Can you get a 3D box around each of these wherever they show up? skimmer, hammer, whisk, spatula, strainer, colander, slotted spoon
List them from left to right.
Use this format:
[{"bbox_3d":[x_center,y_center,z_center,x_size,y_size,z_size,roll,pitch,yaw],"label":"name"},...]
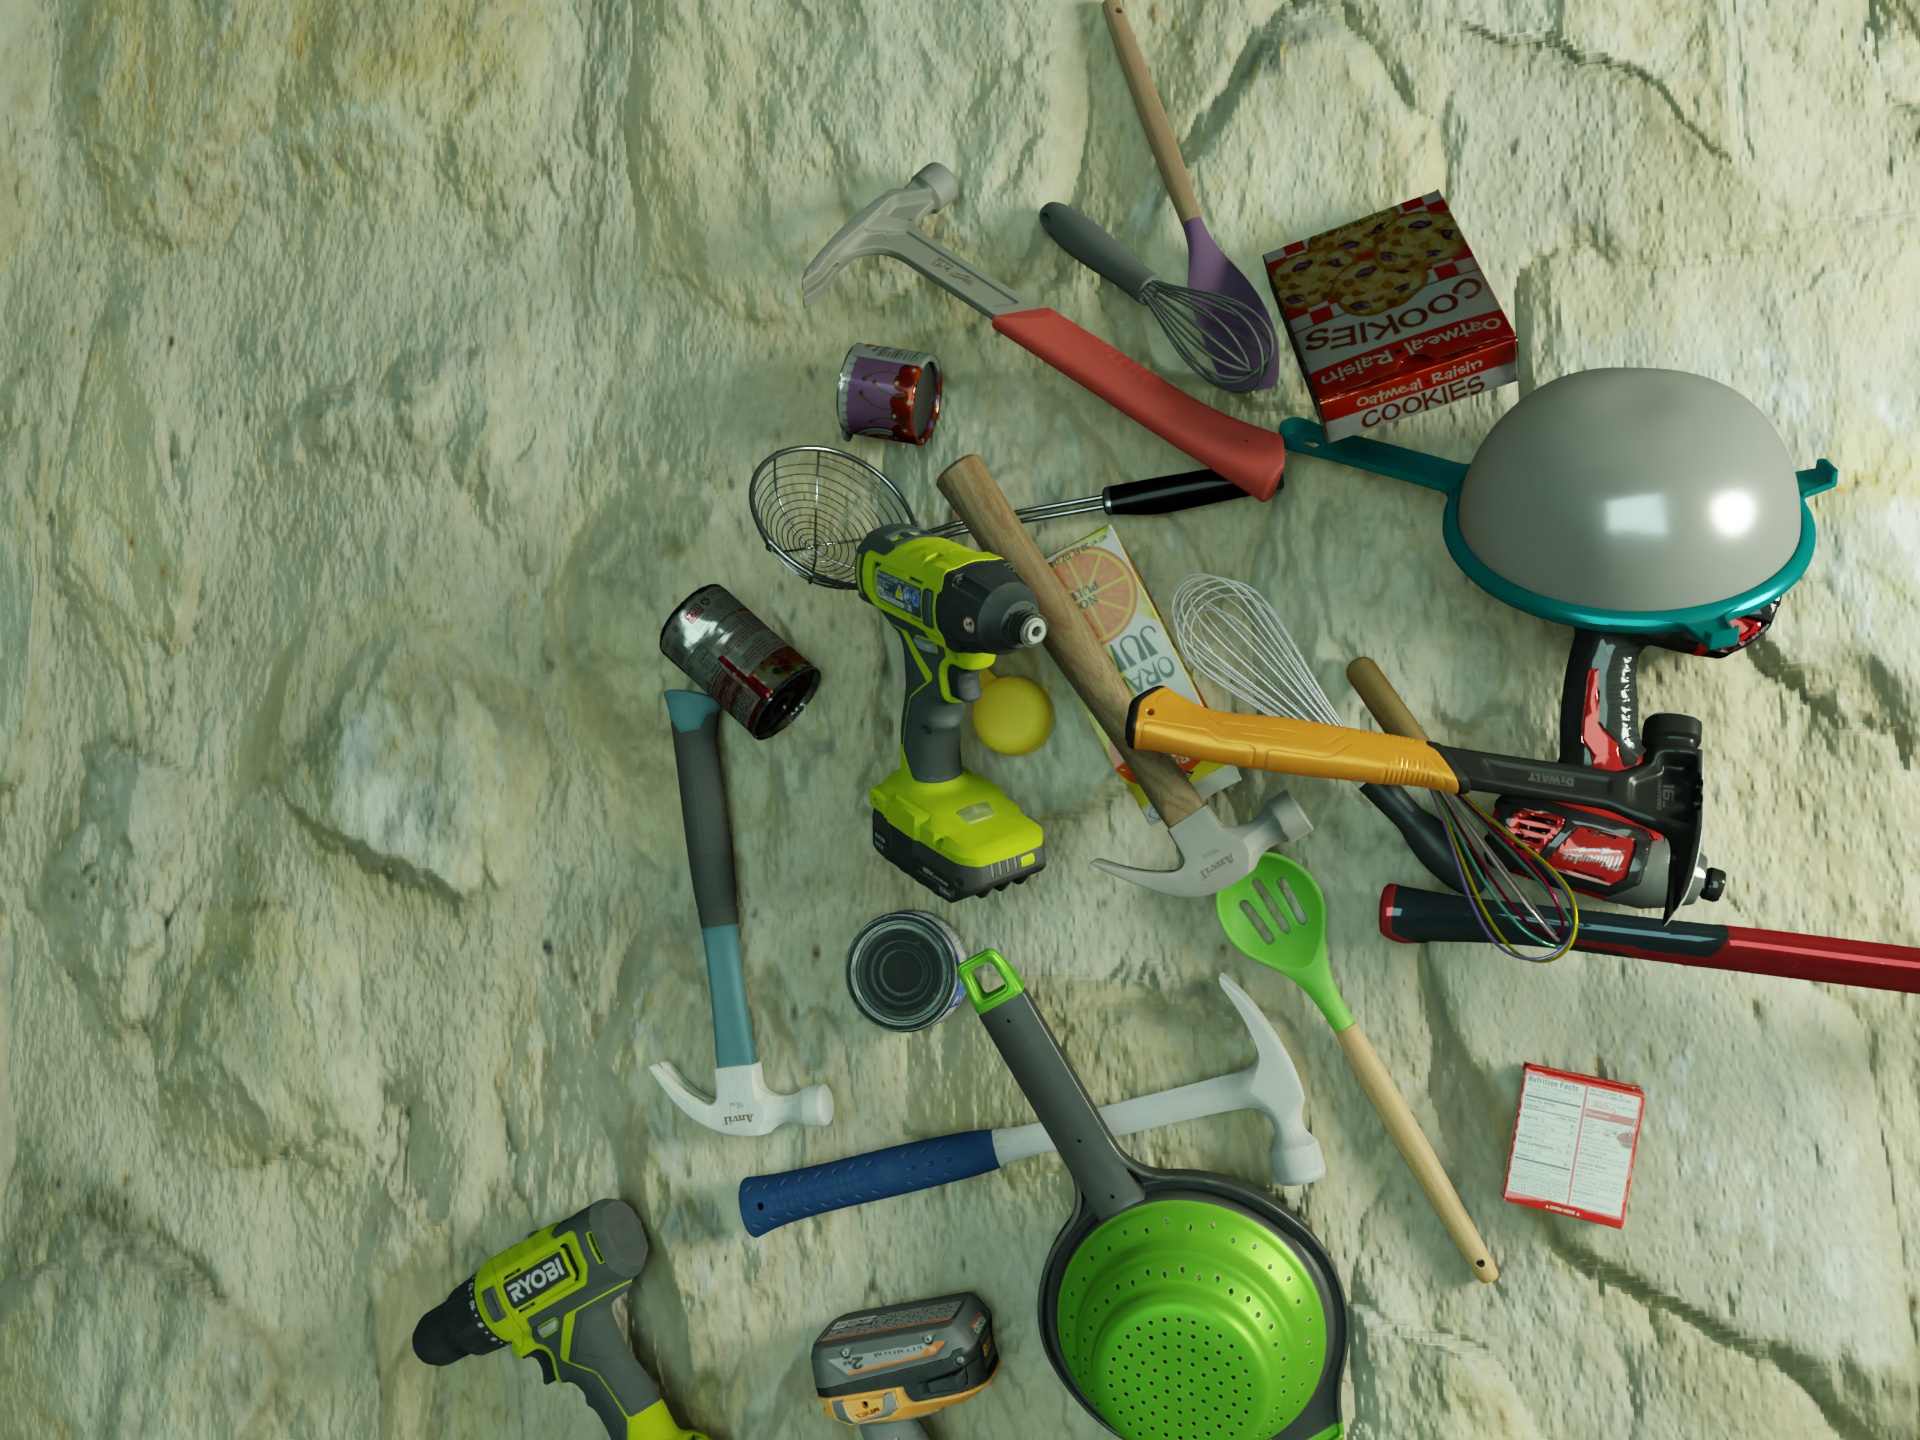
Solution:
[{"bbox_3d":[-0.178,0.138,1.171,0.128,0.033,0.331,-10,83,13],"label":"hammer"},{"bbox_3d":[0.034,0.288,1.103,0.405,0.035,0.144,-17,82,13],"label":"hammer"},{"bbox_3d":[0.038,-0.161,1.105,0.363,0.090,0.127,-8,53,12],"label":"skimmer"},{"bbox_3d":[0.065,-0.254,1.099,0.359,0.036,0.149,37,69,16],"label":"hammer"},{"bbox_3d":[0.082,-0.031,1.038,0.130,0.031,0.331,-35,79,10],"label":"hammer"},{"bbox_3d":[0.102,0.331,1.017,0.204,0.094,0.397,-31,89,15],"label":"colander"},{"bbox_3d":[0.129,-0.297,1.087,0.055,0.055,0.239,-48,57,7],"label":"whisk"},{"bbox_3d":[0.157,-0.374,1.121,0.059,0.018,0.316,-14,78,-23],"label":"spatula"},{"bbox_3d":[0.245,0.008,1.058,0.070,0.070,0.285,-44,81,8],"label":"whisk"},{"bbox_3d":[0.266,0.227,1.052,0.070,0.031,0.314,-31,81,11],"label":"slotted spoon"},{"bbox_3d":[0.265,0.032,0.952,0.337,0.034,0.127,9,62,12],"label":"hammer"},{"bbox_3d":[0.312,0.048,0.999,0.051,0.047,0.245,-9,50,-19],"label":"whisk"},{"bbox_3d":[0.349,-0.171,0.981,0.341,0.095,0.211,23,51,33],"label":"strainer"},{"bbox_3d":[0.446,0.127,0.948,0.386,0.143,0.038,4,58,25],"label":"hammer"}]

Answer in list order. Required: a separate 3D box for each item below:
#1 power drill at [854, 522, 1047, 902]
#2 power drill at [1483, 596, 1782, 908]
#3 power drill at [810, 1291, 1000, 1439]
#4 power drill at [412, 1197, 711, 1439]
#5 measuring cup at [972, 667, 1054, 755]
[{"bbox_3d":[-0.002,-0.003,1.040,0.171,0.080,0.223,29,128,50],"label":"power drill"},{"bbox_3d":[0.429,0.007,1.000,0.143,0.078,0.219,17,94,16],"label":"power drill"},{"bbox_3d":[0.005,0.512,1.074,0.185,0.084,0.226,-15,87,13],"label":"power drill"},{"bbox_3d":[-0.285,0.488,1.153,0.190,0.080,0.229,-32,76,10],"label":"power drill"},{"bbox_3d":[0.004,-0.040,1.136,0.062,0.029,0.156,-43,79,8],"label":"measuring cup"}]
